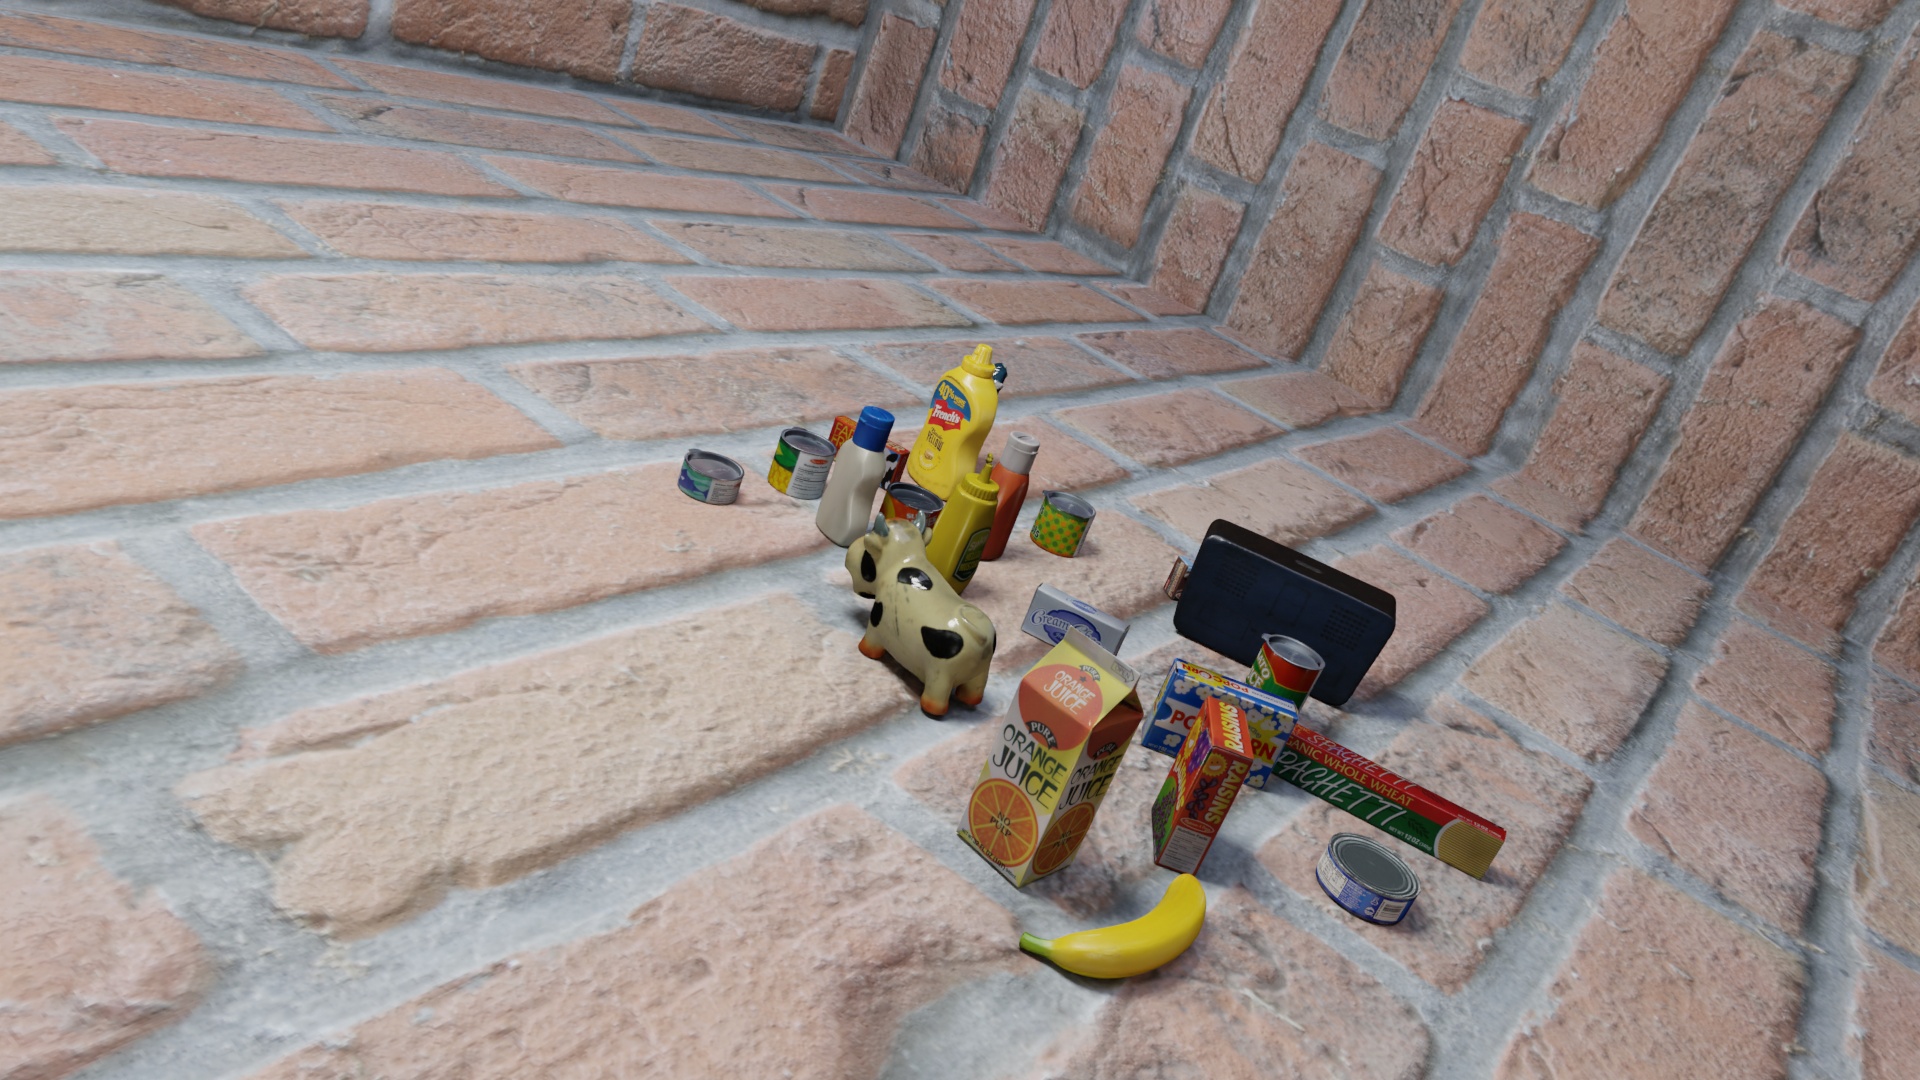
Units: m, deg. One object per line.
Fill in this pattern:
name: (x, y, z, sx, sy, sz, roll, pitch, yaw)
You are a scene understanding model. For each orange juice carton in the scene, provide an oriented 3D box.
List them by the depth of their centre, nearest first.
orange juice carton: (0.074, 0.162, 1.062, 0.072, 0.191, 0.073, 36, 26, 32)

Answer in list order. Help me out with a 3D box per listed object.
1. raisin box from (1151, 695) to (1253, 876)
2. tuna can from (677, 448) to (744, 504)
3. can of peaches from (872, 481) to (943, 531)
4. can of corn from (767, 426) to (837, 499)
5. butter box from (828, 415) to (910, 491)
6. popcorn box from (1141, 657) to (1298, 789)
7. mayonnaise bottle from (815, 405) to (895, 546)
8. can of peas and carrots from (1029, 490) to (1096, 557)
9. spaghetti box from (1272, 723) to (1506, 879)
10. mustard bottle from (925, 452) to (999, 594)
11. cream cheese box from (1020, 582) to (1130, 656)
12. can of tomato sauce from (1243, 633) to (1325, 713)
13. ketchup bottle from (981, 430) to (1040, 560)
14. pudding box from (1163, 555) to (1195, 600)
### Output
raisin box: (0.201, 0.206, 1.167, 0.040, 0.123, 0.086, 21, 22, -2)
tuna can: (-0.269, -0.068, 1.486, 0.071, 0.032, 0.071, 18, 23, -8)
can of peaches: (-0.058, -0.023, 1.539, 0.071, 0.057, 0.071, 18, 22, -8)
can of corn: (-0.181, -0.088, 1.575, 0.071, 0.058, 0.071, 18, 22, -8)
butter box: (-0.115, -0.106, 1.683, 0.103, 0.053, 0.024, 30, 23, 20)
popcorn box: (0.247, 0.175, 1.327, 0.127, 0.085, 0.038, 21, 22, -2)
mayonnaise bottle: (-0.109, -0.070, 1.481, 0.041, 0.147, 0.065, 1, 30, -41)
can of peas and carrots: (0.122, -0.021, 1.694, 0.071, 0.058, 0.071, 18, 22, -8)
spaghetti box: (0.400, 0.245, 1.350, 0.250, 0.050, 0.029, 27, 23, 13)
mustard bottle: (0.005, -0.018, 1.450, 0.049, 0.159, 0.065, 32, 24, 24)
cream cheese box: (0.119, 0.090, 1.446, 0.104, 0.053, 0.024, 27, 22, 12)
can of tomato sauce: (0.333, 0.150, 1.463, 0.071, 0.082, 0.071, 18, 22, -8)
ketchup bottle: (0.049, -0.051, 1.577, 0.043, 0.148, 0.065, 33, 25, 26)
pudding box: (0.296, 0.051, 1.697, 0.084, 0.049, 0.030, 11, 24, -24)
